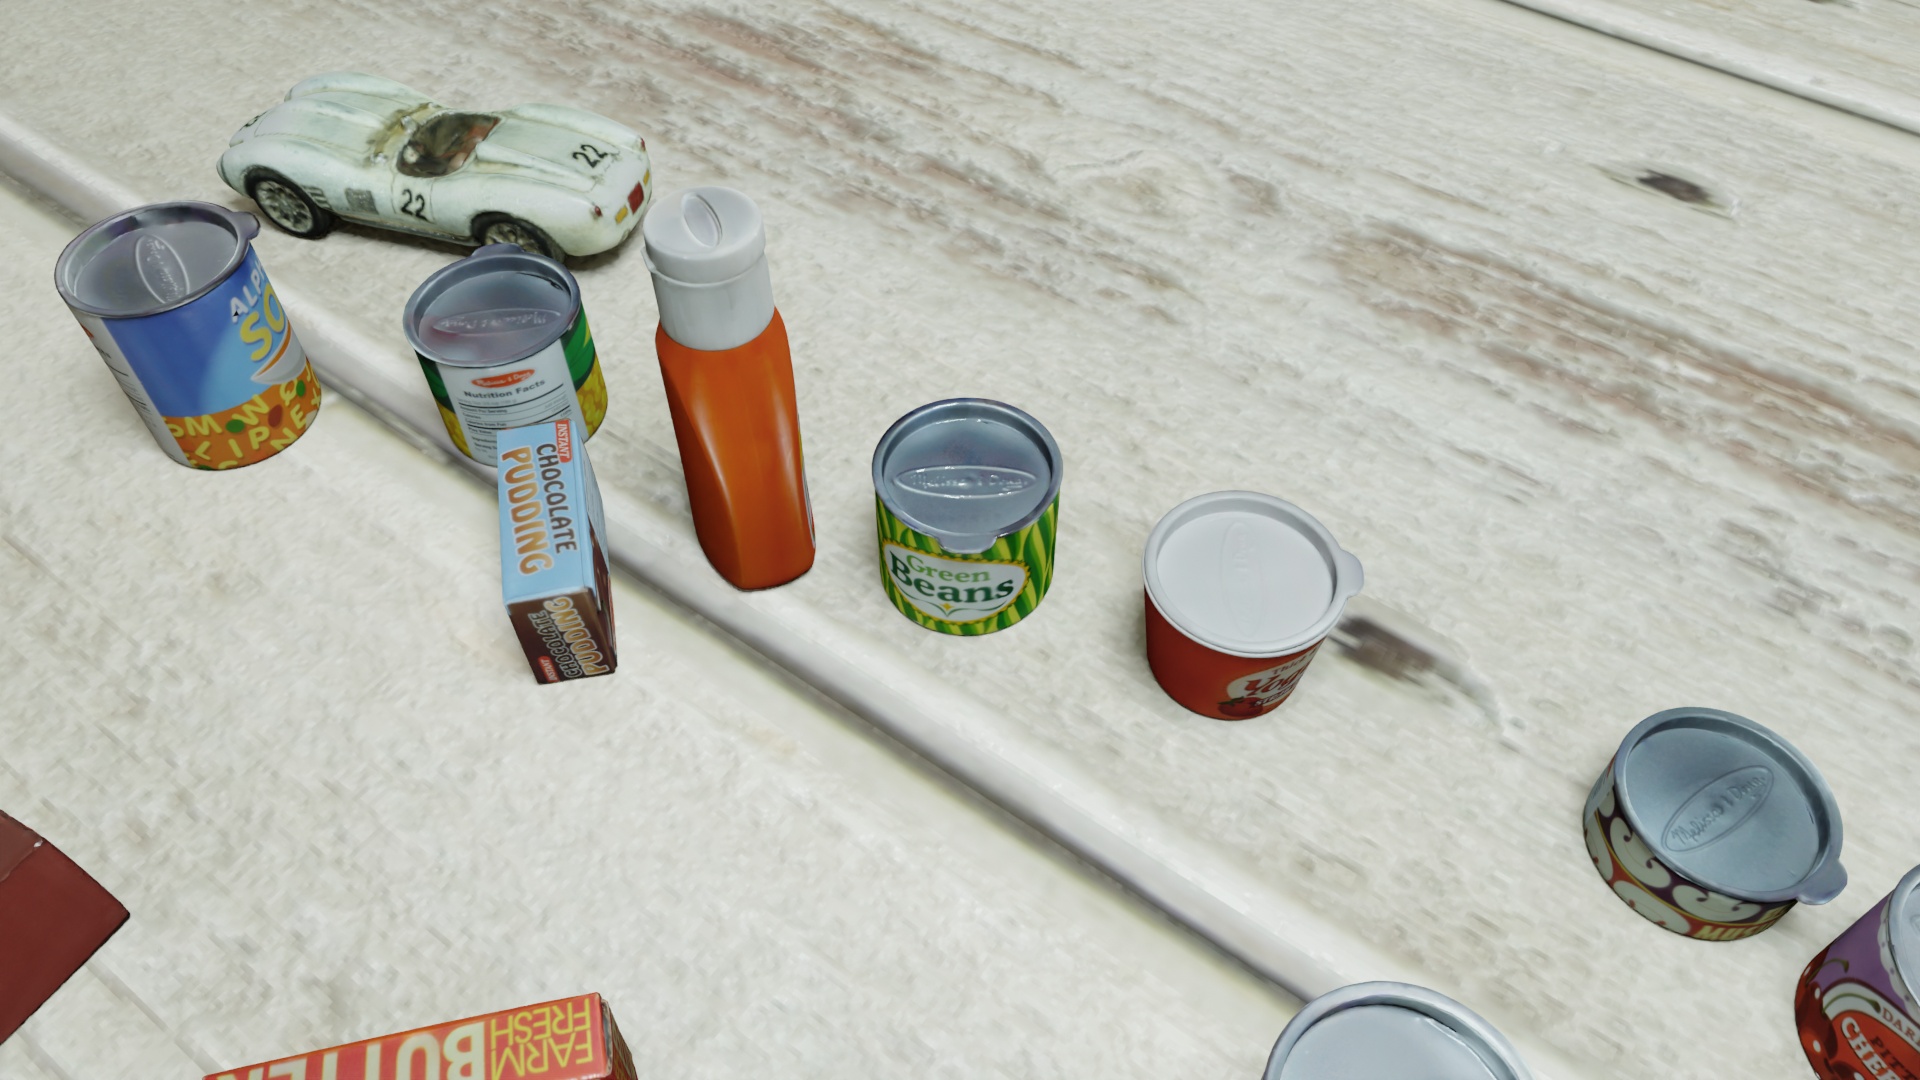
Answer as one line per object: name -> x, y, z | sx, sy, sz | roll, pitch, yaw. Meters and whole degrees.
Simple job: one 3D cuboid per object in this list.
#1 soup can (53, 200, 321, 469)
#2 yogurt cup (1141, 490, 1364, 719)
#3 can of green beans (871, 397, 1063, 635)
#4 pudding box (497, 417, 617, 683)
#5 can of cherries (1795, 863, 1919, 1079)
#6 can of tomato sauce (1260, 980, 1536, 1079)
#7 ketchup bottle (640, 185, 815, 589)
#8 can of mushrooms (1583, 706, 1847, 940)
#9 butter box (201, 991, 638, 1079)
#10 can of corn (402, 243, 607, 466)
soup can -> -0.293, -0.080, 0.540 | 0.071, 0.083, 0.072 | 0, 51, 0
yogurt cup -> 0.094, 0.025, 0.475 | 0.072, 0.053, 0.073 | 0, 51, 0
can of green beans -> 0.002, -0.008, 0.499 | 0.071, 0.057, 0.071 | 0, 51, 0
pudding box -> -0.144, 0.003, 0.495 | 0.030, 0.049, 0.084 | -11, 52, -9
can of cherries -> 0.277, 0.131, 0.385 | 0.071, 0.058, 0.072 | 0, 51, 0
can of tomato sauce -> 0.103, 0.159, 0.346 | 0.071, 0.082, 0.071 | 0, 51, 0
ketchup bottle -> -0.079, -0.050, 0.475 | 0.043, 0.148, 0.065 | -18, 53, -14
can of mushrooms -> 0.236, 0.090, 0.435 | 0.071, 0.033, 0.071 | 0, 51, 0
butter box -> -0.141, 0.151, 0.372 | 0.104, 0.052, 0.024 | -10, 52, -8
can of corn -> -0.178, -0.073, 0.552 | 0.071, 0.058, 0.071 | 0, 51, 0
